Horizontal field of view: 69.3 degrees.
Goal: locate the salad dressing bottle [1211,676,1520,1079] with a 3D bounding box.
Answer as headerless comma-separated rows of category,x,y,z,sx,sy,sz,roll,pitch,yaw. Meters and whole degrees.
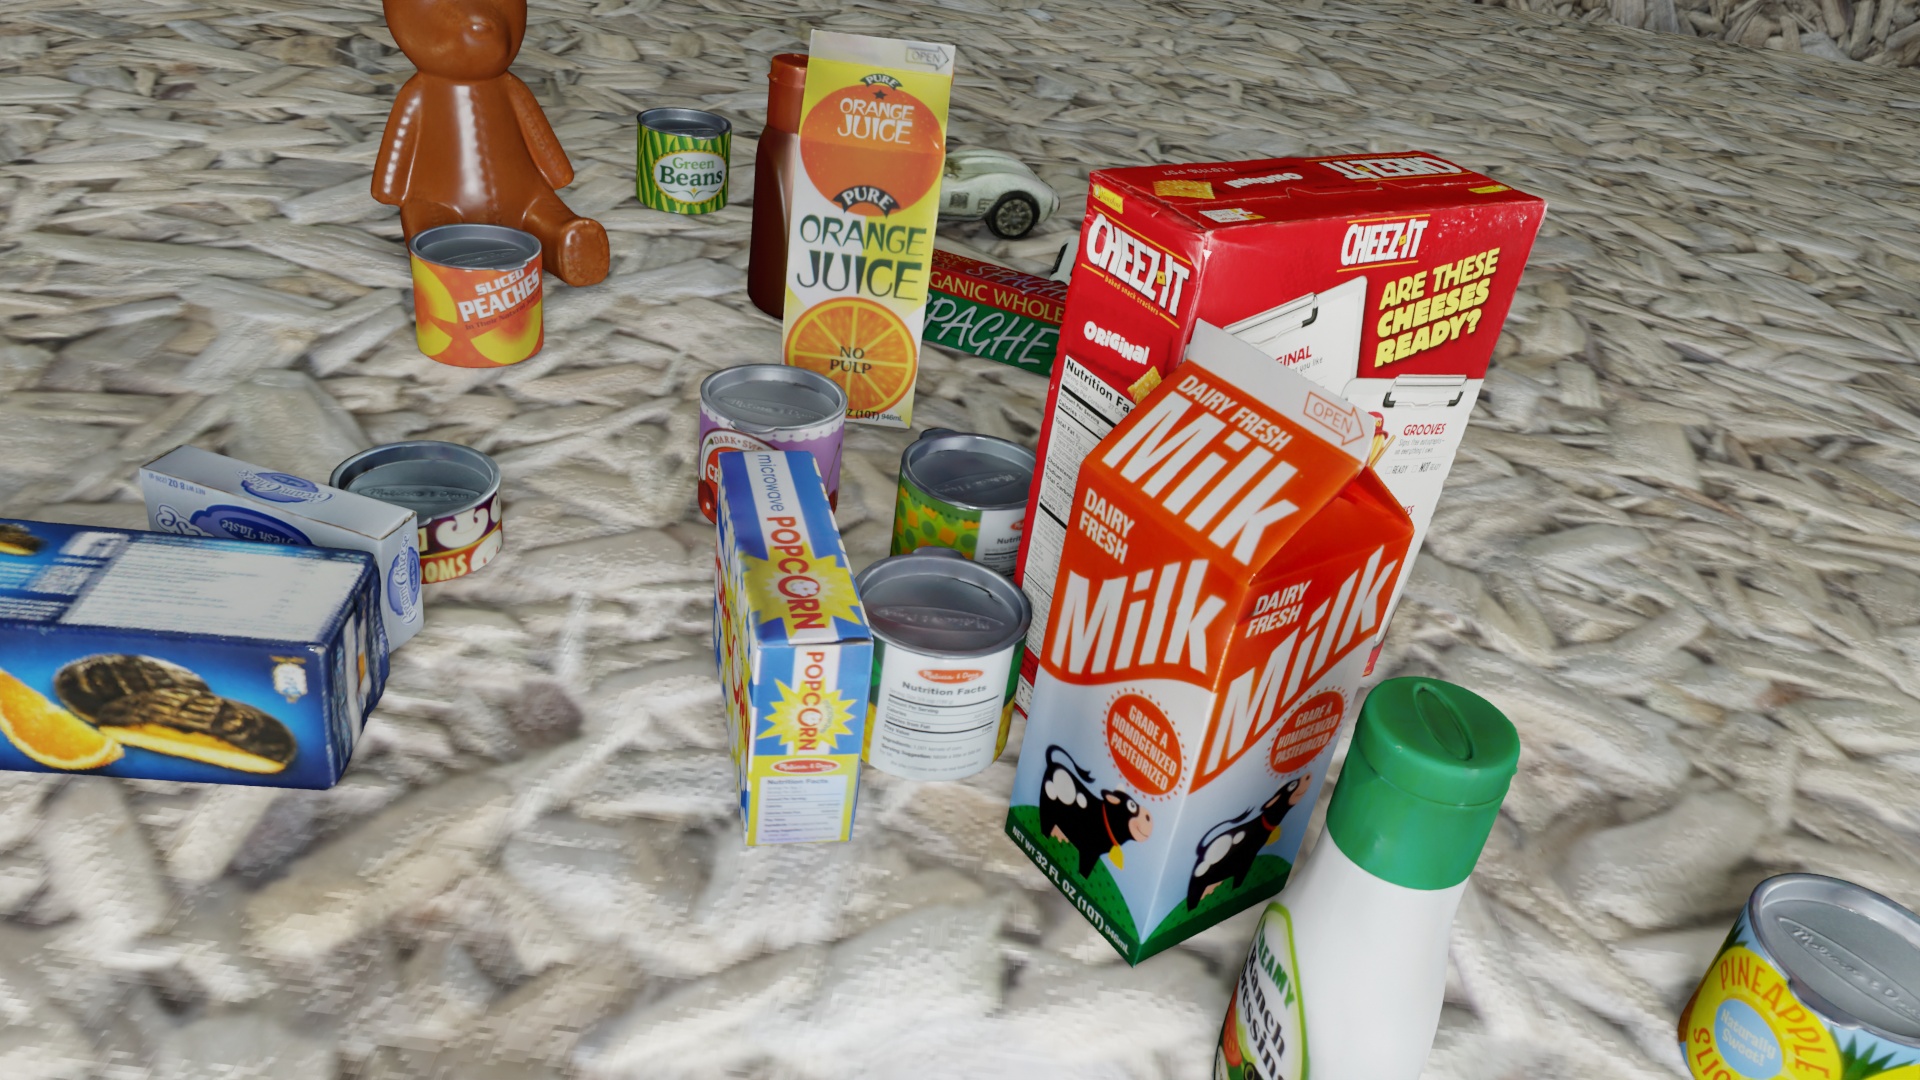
salad dressing bottle,0.103,0.103,0.360,0.044,0.146,0.064,5,31,-6

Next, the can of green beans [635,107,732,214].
can of green beans,-0.197,-0.270,0.988,0.071,0.057,0.071,7,31,-4

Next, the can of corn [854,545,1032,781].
can of corn,-0.011,0.045,0.514,0.071,0.058,0.071,7,31,-4

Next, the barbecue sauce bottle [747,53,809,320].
barbecue sauce bottle,-0.100,-0.210,0.825,0.044,0.147,0.065,-8,34,-26

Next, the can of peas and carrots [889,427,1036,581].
can of peas and carrots,0.002,-0.008,0.604,0.071,0.058,0.071,7,31,-4

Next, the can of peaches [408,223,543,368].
can of peaches,-0.256,-0.130,0.740,0.071,0.057,0.071,7,31,-4

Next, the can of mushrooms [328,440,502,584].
can of mushrooms,-0.225,-0.011,0.575,0.071,0.033,0.071,7,31,-4

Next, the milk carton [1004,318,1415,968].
milk carton,0.076,0.032,0.430,0.074,0.189,0.072,-14,38,-34

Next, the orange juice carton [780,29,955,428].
orange juice carton,-0.049,-0.160,0.713,0.072,0.191,0.073,6,31,-5

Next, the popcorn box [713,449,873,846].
popcorn box,-0.063,0.033,0.493,0.038,0.084,0.127,-1,32,-16

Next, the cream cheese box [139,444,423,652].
cream cheese box,-0.254,0.003,0.524,0.104,0.053,0.024,15,31,10

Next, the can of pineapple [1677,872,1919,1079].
can of pineapple,0.260,0.145,0.419,0.071,0.057,0.071,7,31,-4

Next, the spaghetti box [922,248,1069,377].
spaghetti box,0.073,-0.118,0.814,0.250,0.050,0.029,19,32,16

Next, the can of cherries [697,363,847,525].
can of cherries,-0.088,-0.040,0.635,0.071,0.058,0.072,7,31,-4
